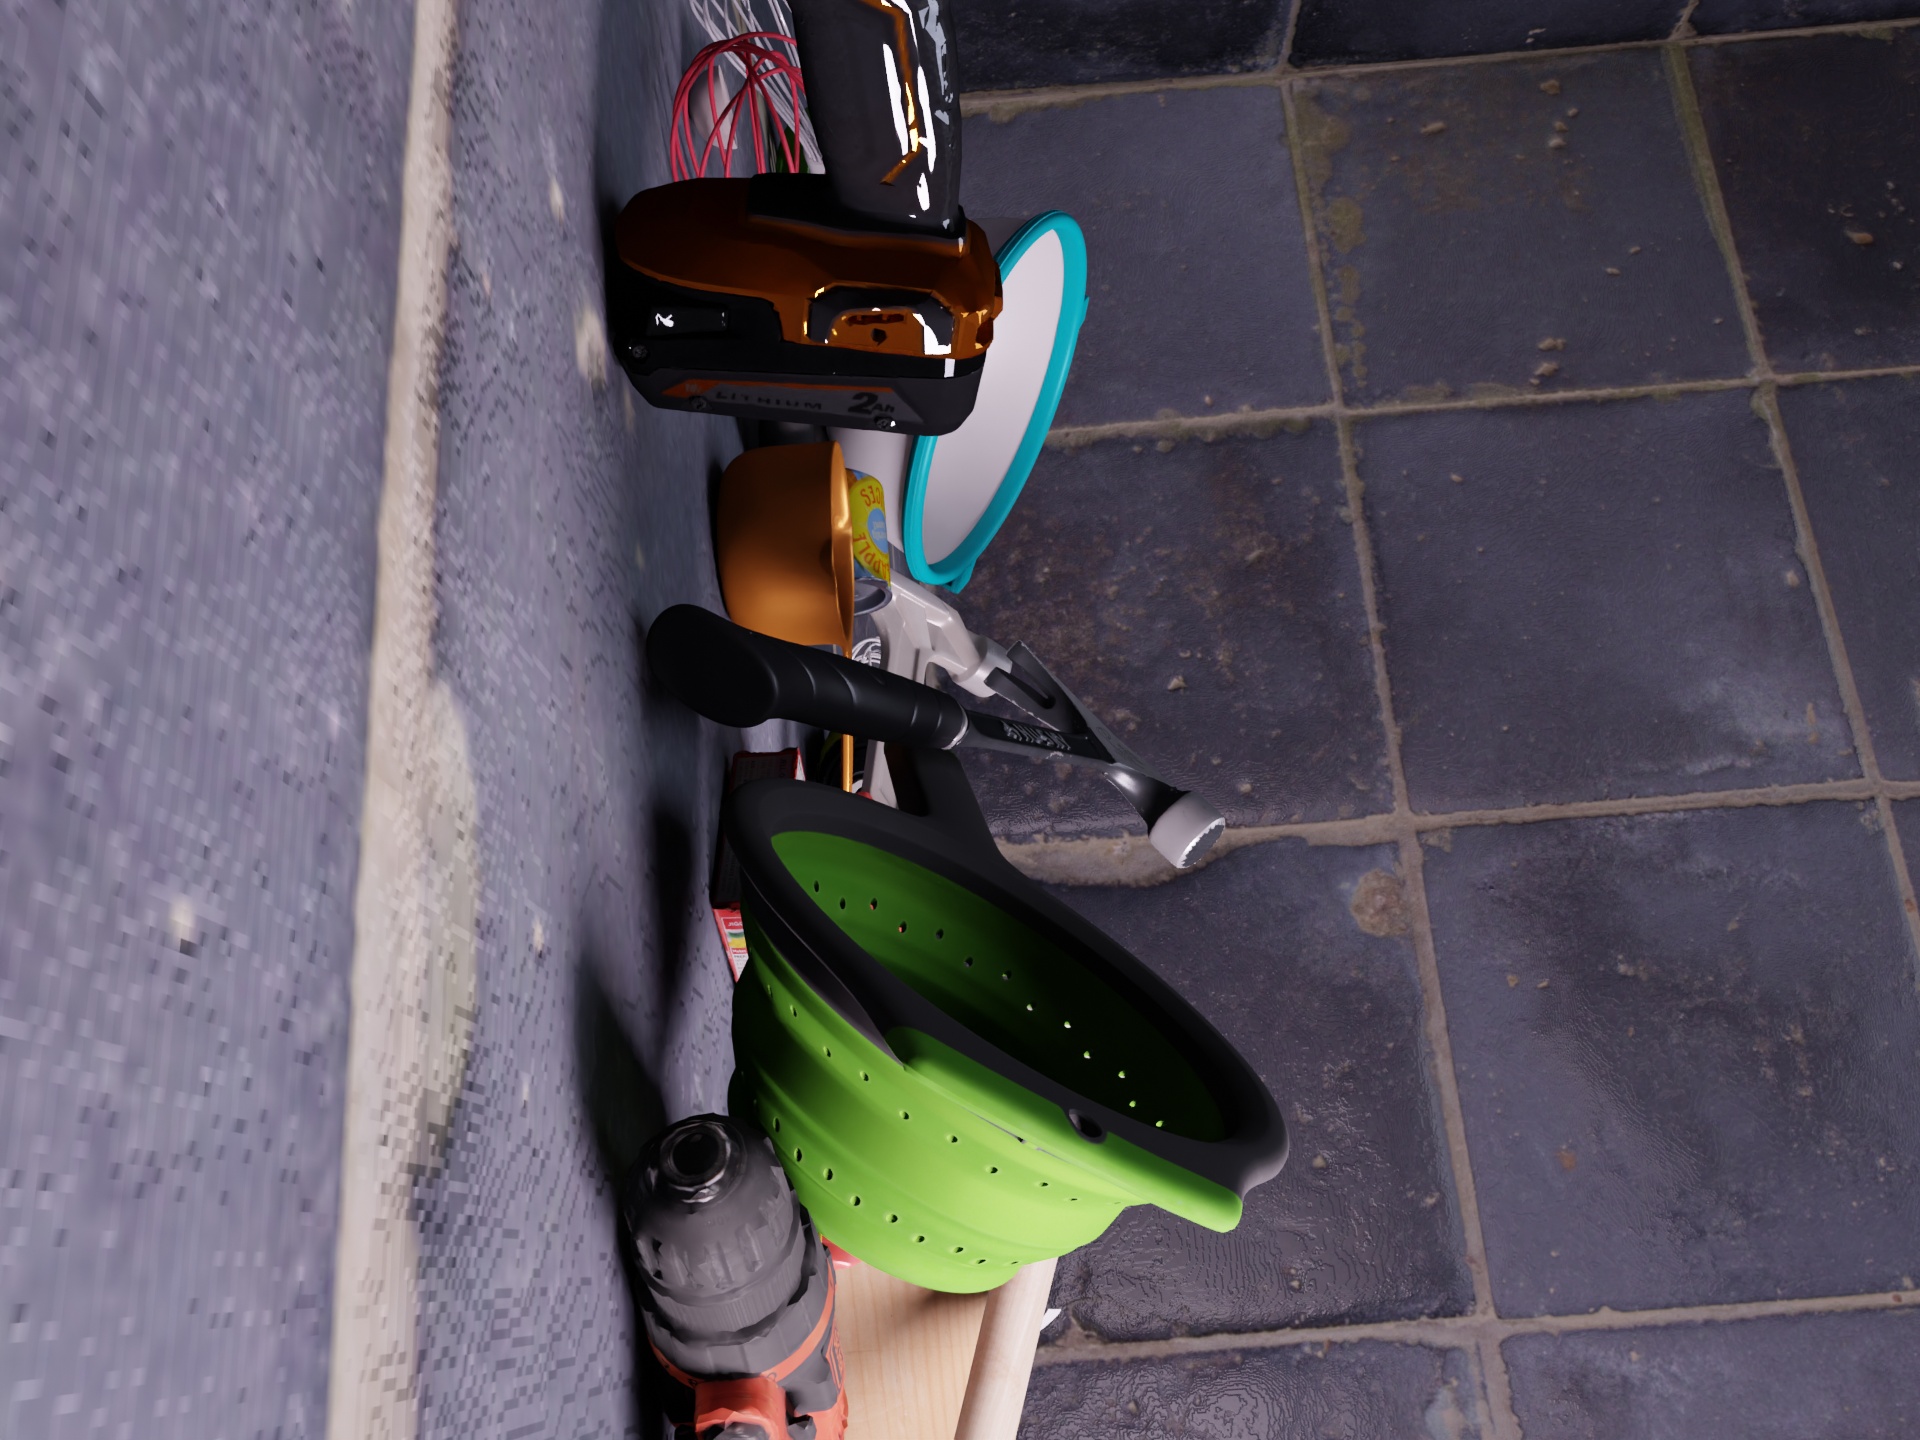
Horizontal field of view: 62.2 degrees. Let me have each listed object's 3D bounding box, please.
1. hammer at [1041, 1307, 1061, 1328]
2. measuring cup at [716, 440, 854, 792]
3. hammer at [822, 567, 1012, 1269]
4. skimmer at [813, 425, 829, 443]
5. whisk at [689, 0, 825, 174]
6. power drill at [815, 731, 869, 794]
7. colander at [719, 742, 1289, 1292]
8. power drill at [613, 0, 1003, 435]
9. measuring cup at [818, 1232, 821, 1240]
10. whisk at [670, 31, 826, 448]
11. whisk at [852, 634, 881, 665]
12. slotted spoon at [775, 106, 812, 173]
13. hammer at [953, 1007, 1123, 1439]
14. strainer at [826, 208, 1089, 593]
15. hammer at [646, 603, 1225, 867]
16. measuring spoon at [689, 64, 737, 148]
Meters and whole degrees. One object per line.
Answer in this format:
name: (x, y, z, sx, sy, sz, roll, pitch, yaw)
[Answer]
hammer: (-0.017, 0.277, 1.123, 0.127, 0.034, 0.337, -39, -130, 35)
measuring cup: (-0.074, -0.035, 0.697, 0.095, 0.052, 0.173, -86, 176, -75)
hammer: (-0.051, 0.082, 0.778, 0.036, 0.149, 0.359, -27, -134, 43)
skimmer: (-0.101, -0.285, 0.869, 0.127, 0.090, 0.363, -78, 174, -74)
whisk: (-0.066, -0.276, 0.728, 0.284, 0.070, 0.070, 60, 26, -76)
power drill: (-0.044, 0.111, 0.957, 0.190, 0.080, 0.228, -107, -170, -83)
colander: (-0.016, 0.090, 0.585, 0.094, 0.204, 0.397, -58, -166, 9)
power drill: (-0.051, -0.202, 0.457, 0.084, 0.164, 0.226, -93, -169, -49)
measuring cup: (-0.072, 0.226, 0.627, 0.156, 0.029, 0.062, 107, -18, -59)
whisk: (-0.083, -0.178, 0.712, 0.295, 0.073, 0.073, 93, -6, -59)
whisk: (-0.061, 0.061, 1.121, 0.057, 0.059, 0.246, 9, 79, -49)
slotted spoon: (-0.096, -0.255, 1.079, 0.070, 0.031, 0.313, -93, 180, -53)
hammer: (0.020, 0.323, 0.755, 0.146, 0.038, 0.411, 53, 47, -48)
strainer: (-0.029, -0.195, 0.813, 0.211, 0.095, 0.340, -66, 165, 0)
hammer: (-0.001, -0.002, 0.678, 0.149, 0.036, 0.408, 44, 13, 23)
measuring spoon: (-0.113, -0.280, 0.721, 0.124, 0.018, 0.034, -108, -174, -64)
